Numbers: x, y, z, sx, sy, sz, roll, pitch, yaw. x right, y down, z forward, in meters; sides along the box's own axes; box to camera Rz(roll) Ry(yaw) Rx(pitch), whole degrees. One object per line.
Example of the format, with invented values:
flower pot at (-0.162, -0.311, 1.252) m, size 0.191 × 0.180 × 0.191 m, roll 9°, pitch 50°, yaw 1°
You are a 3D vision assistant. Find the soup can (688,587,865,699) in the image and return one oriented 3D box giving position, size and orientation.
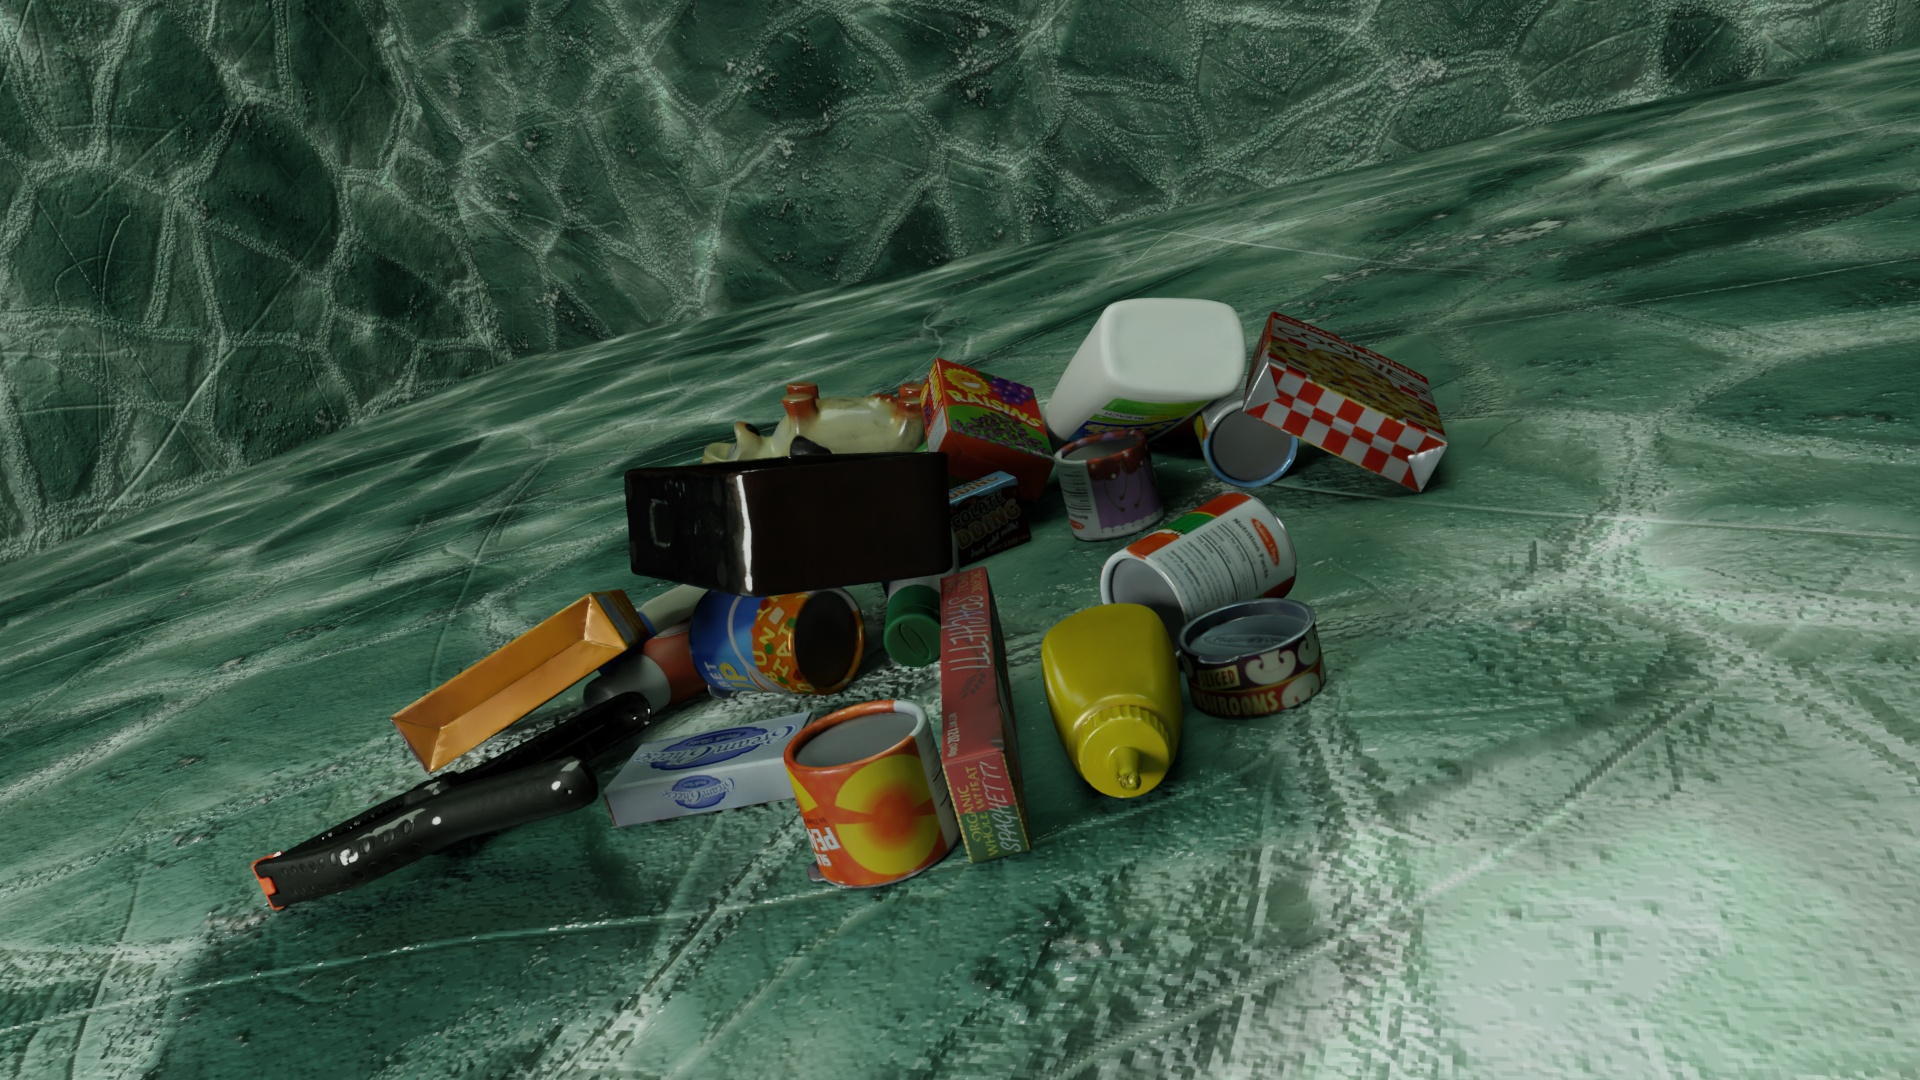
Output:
soup can at (-0.108, 0.060, 0.821) m, size 0.083 × 0.071 × 0.072 m, roll -2°, pitch 21°, yaw 37°

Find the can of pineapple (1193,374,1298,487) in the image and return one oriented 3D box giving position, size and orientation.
can of pineapple at (0.200, -0.075, 0.972) m, size 0.071 × 0.070 × 0.058 m, roll -13°, pitch 23°, yaw 8°

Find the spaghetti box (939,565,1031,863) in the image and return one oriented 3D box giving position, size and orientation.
spaghetti box at (0.009, 0.075, 0.691) m, size 0.029 × 0.050 × 0.251 m, roll -14°, pitch 17°, yaw 3°

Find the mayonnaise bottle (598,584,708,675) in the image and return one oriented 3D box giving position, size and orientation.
mayonnaise bottle at (-0.182, 0.050, 0.957) m, size 0.149 × 0.041 × 0.065 m, roll -27°, pitch 18°, yaw -30°

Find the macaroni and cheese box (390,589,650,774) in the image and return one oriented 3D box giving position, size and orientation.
macaroni and cheese box at (-0.250, 0.076, 0.817) m, size 0.124 × 0.040 × 0.166 m, roll -33°, pitch 4°, yaw -8°

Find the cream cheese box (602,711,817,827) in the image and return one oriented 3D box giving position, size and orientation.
cream cheese box at (-0.126, 0.118, 0.717) m, size 0.104 × 0.024 × 0.053 m, roll -12°, pitch 17°, yaw 13°

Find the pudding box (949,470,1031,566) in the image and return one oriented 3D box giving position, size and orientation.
pudding box at (0.003, -0.012, 0.975) m, size 0.084 × 0.049 × 0.030 m, roll -21°, pitch 19°, yaw -18°

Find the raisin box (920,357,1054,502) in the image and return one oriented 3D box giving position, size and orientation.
raisin box at (0.018, -0.085, 1.044) m, size 0.086 × 0.040 × 0.124 m, roll 15°, pitch 29°, yaw -15°

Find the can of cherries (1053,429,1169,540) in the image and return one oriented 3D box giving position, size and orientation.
can of cherries at (0.105, -0.040, 0.959) m, size 0.071 × 0.058 × 0.072 m, roll -15°, pitch 17°, yaw 5°

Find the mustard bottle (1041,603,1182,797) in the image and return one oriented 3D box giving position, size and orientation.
mustard bottle at (0.070, 0.077, 0.632) m, size 0.065 × 0.048 × 0.161 m, roll -14°, pitch 17°, yaw 8°

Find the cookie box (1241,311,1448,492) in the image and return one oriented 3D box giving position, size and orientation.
cookie box at (0.257, -0.100, 0.937) m, size 0.123 × 0.040 × 0.168 m, roll 25°, pitch 24°, yaw 4°

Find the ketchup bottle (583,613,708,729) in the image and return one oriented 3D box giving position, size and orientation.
ketchup bottle at (-0.167, 0.071, 0.870) m, size 0.064 × 0.043 × 0.149 m, roll -9°, pitch 17°, yaw 41°

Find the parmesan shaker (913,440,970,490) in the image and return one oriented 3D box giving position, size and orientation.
parmesan shaker at (-0.007, -0.056, 1.087) m, size 0.071 × 0.071 × 0.103 m, roll -9°, pitch 18°, yaw 22°

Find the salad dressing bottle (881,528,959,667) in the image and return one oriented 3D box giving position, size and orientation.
salad dressing bottle at (-0.027, 0.027, 0.866) m, size 0.044 × 0.064 × 0.148 m, roll -32°, pitch 21°, yaw 13°

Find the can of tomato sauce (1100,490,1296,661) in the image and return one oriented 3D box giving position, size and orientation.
can of tomato sauce at (0.125, 0.020, 0.738) m, size 0.083 × 0.071 × 0.071 m, roll -27°, pitch 20°, yaw -31°

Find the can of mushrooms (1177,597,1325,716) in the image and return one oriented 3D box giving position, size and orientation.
can of mushrooms at (0.138, 0.056, 0.664) m, size 0.071 × 0.033 × 0.071 m, roll -14°, pitch 17°, yaw 4°

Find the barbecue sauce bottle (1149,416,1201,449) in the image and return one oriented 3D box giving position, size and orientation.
barbecue sauce bottle at (0.172, -0.098, 1.113) m, size 0.065 × 0.043 × 0.148 m, roll -25°, pitch 18°, yaw -29°

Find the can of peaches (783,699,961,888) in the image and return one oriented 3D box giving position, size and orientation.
can of peaches at (-0.041, 0.110, 0.608) m, size 0.071 × 0.058 × 0.071 m, roll -14°, pitch 17°, yaw 4°
